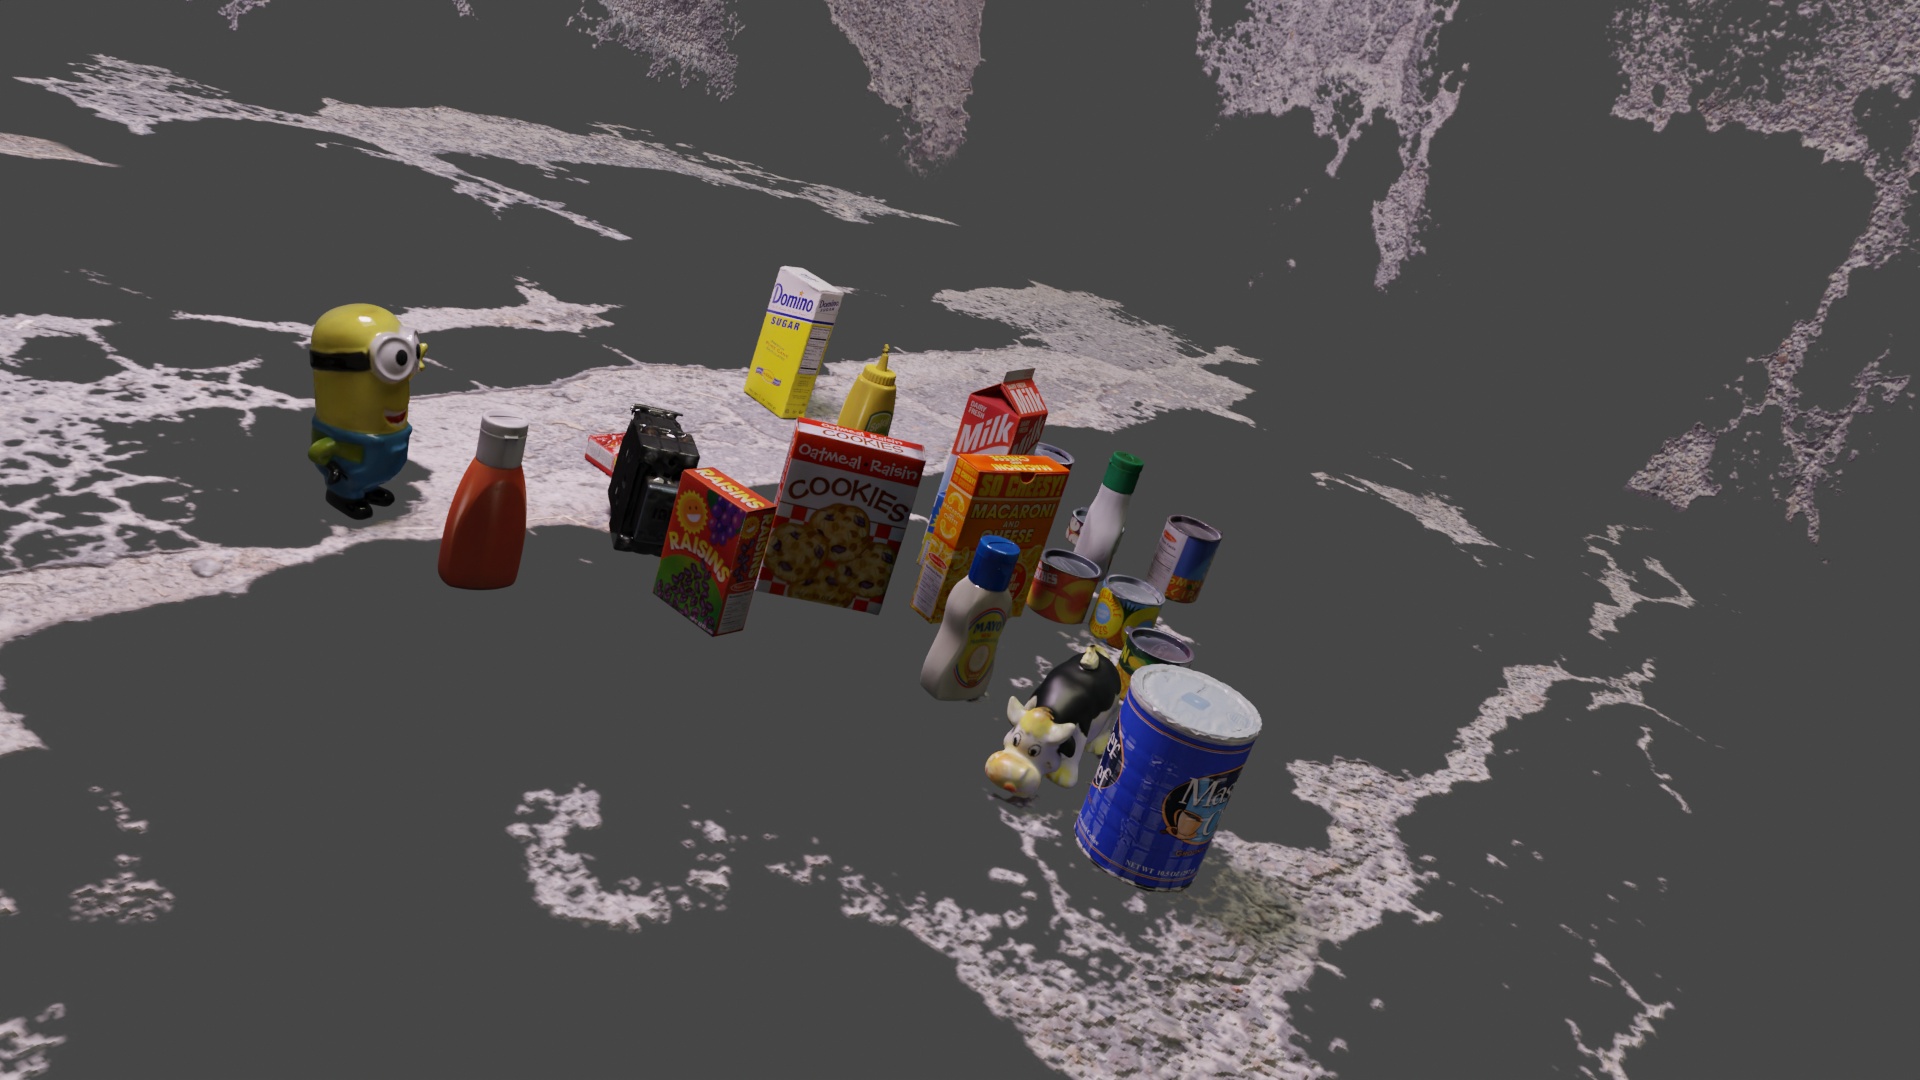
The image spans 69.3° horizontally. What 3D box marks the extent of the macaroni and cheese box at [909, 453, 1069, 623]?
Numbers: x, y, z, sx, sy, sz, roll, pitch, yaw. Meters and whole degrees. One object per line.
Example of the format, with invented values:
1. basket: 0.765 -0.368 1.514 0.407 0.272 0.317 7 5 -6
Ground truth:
1. macaroni and cheese box: 0.030 -0.001 1.370 0.124 0.165 0.040 -2 28 -42

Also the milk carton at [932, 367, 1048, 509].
1. milk carton: 0.041 -0.111 1.614 0.073 0.189 0.072 28 23 24

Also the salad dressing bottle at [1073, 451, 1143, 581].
1. salad dressing bottle: 0.166 -0.027 1.567 0.044 0.147 0.064 16 21 -5

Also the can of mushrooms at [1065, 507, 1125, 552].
1. can of mushrooms: 0.162 -0.011 1.683 0.071 0.033 0.071 16 21 -6

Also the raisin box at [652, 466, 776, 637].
1. raisin box: -0.214 0.009 1.208 0.086 0.123 0.040 31 24 30

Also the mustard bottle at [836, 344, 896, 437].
1. mustard bottle: -0.109 -0.156 1.648 0.049 0.159 0.065 31 24 31

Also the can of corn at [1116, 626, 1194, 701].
1. can of corn: 0.181 0.123 1.333 0.071 0.058 0.071 16 21 -6

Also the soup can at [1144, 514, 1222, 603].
1. soup can: 0.260 0.022 1.610 0.071 0.083 0.071 16 21 -6

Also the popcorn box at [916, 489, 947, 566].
1. popcorn box: 0.005 -0.019 1.505 0.038 0.085 0.127 25 22 17

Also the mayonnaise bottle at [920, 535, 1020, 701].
1. mayonnaise bottle: 0.013 0.068 1.209 0.065 0.147 0.041 0 27 -40

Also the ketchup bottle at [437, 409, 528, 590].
1. ketchup bottle: -0.385 -0.033 1.139 0.065 0.148 0.043 0 27 -39

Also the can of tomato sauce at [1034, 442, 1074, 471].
1. can of tomato sauce: 0.094 -0.071 1.707 0.071 0.082 0.071 16 21 -6

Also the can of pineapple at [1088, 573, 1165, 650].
1. can of pineapple: 0.171 0.075 1.444 0.071 0.057 0.071 16 21 -6

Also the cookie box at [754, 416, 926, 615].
1. cookie box: -0.114 -0.022 1.304 0.123 0.166 0.040 13 21 -14

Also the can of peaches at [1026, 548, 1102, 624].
1. can of peaches: 0.106 0.048 1.458 0.071 0.057 0.071 16 21 -6
